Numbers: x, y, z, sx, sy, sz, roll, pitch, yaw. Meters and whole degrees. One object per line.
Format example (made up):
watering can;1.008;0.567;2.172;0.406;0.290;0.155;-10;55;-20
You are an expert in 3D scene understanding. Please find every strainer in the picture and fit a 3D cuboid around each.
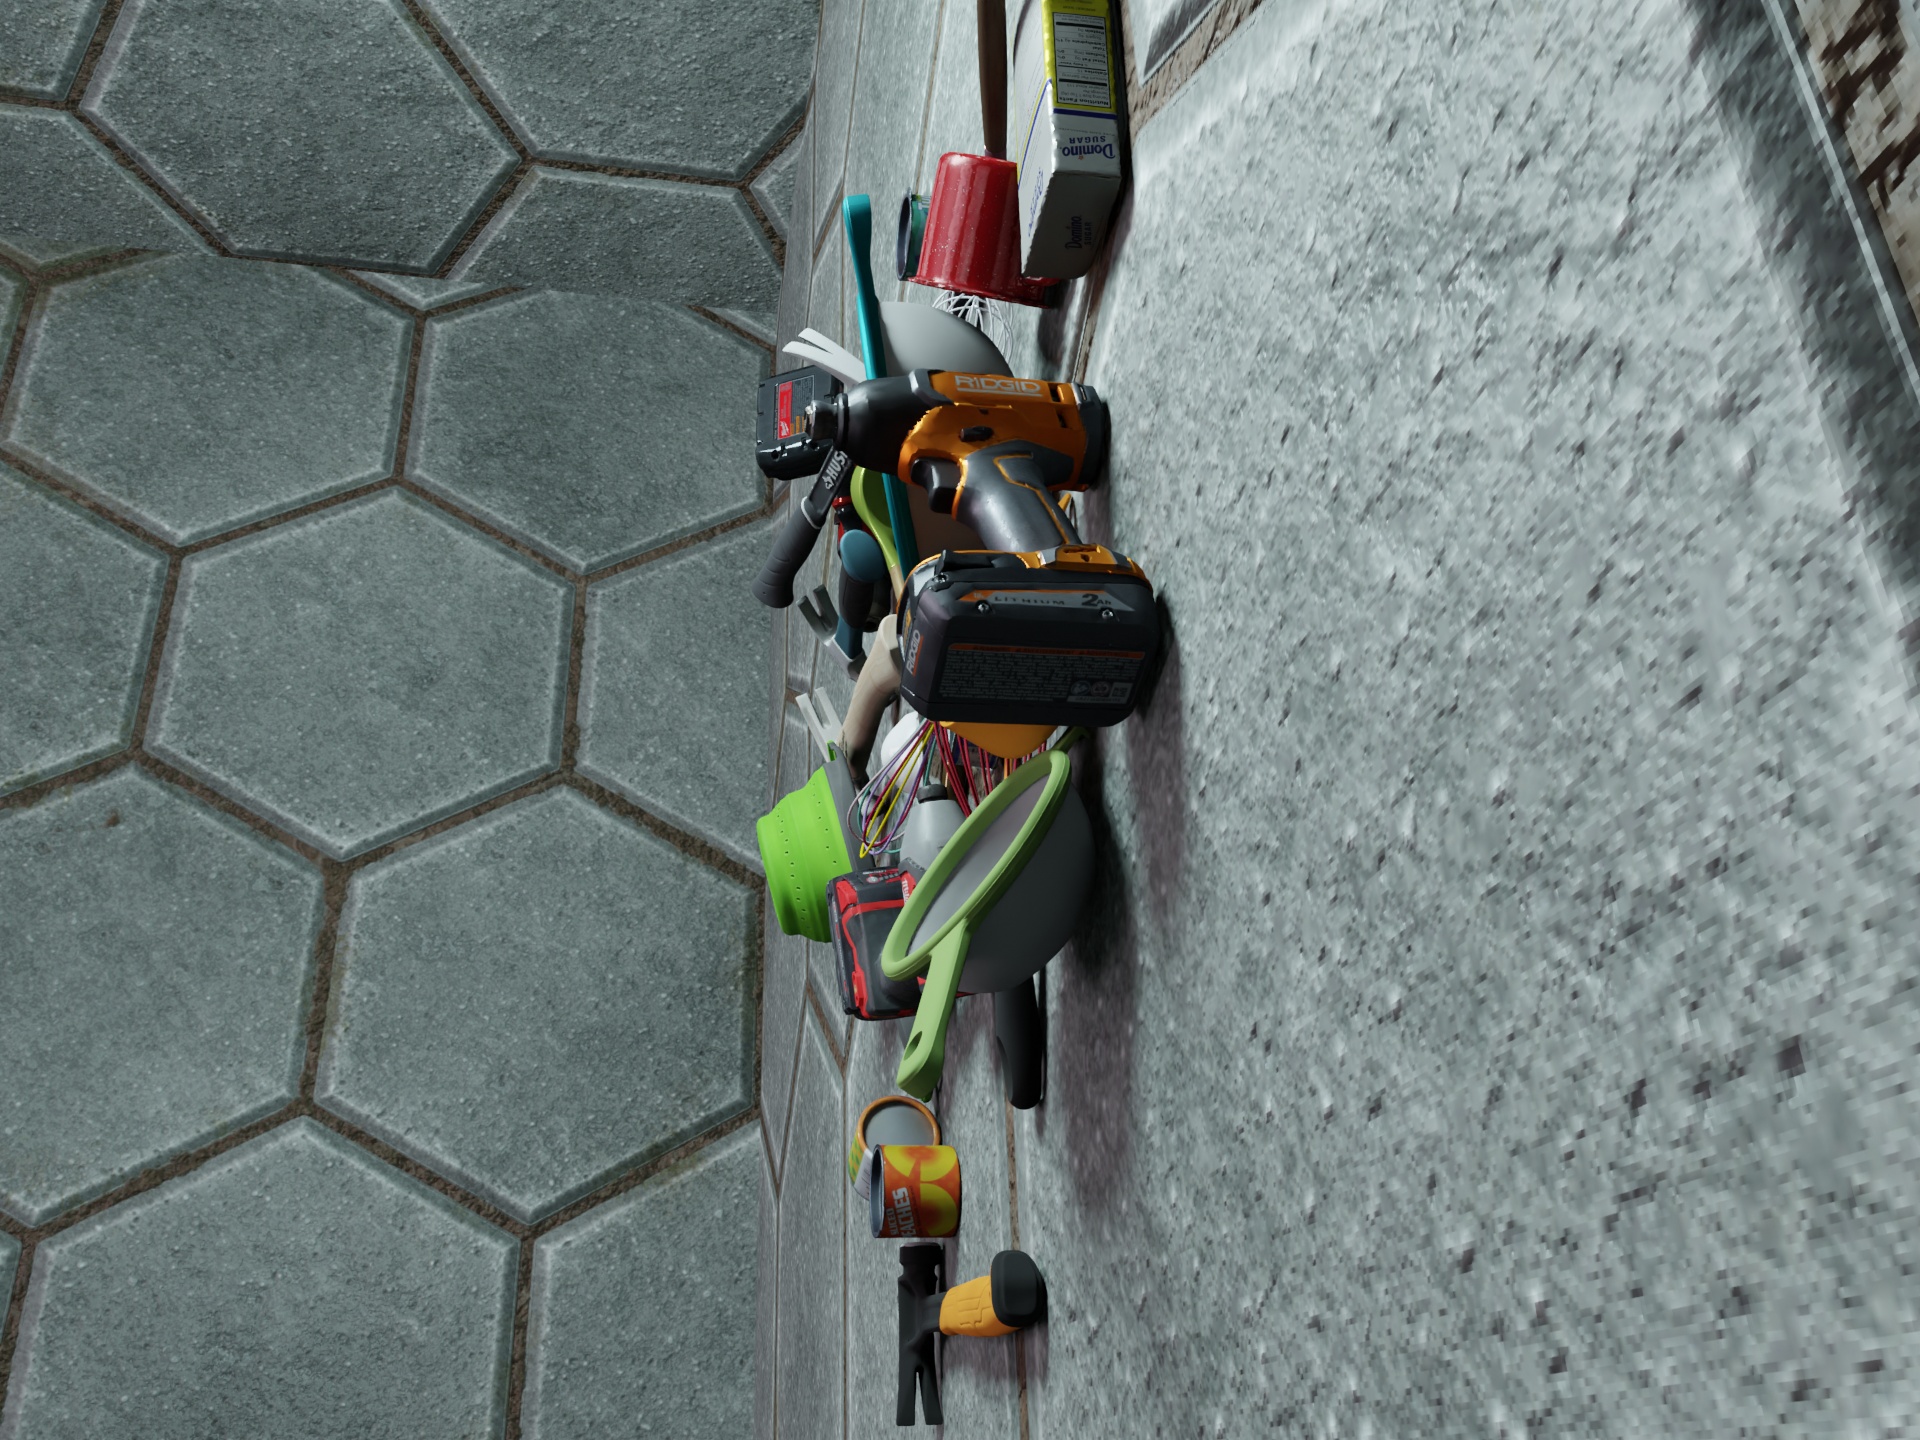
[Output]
strainer;0.020;0.115;0.799;0.151;0.069;0.256;-47;10;26
strainer;-0.008;-0.206;0.978;0.340;0.095;0.211;81;180;-66
strainer;-0.033;-0.018;1.221;0.258;0.050;0.087;97;174;-47

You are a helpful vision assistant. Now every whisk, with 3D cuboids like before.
whisk;-0.003;-0.203;1.190;0.070;0.070;0.284;-98;12;-46
whisk;0.026;0.082;0.951;0.073;0.073;0.296;145;122;-76
whisk;-0.025;0.015;1.163;0.047;0.051;0.244;-31;-24;-51

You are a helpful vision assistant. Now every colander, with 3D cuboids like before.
colander;-0.109;0.180;1.385;0.398;0.094;0.204;-113;12;-50

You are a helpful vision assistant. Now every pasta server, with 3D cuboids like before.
pasta server;0.015;-0.386;1.022;0.316;0.040;0.060;84;167;-70

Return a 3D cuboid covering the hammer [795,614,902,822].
hammer;-0.088;-0.019;1.430;0.146;0.038;0.410;63;163;11

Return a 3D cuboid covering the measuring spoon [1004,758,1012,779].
measuring spoon;0.035;0.027;1.036;0.021;0.011;0.117;109;165;-67

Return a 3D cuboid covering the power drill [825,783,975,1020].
power drill;-0.032;0.136;1.137;0.219;0.078;0.143;134;129;-66

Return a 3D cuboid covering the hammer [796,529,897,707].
hammer;-0.095;-0.097;1.423;0.128;0.033;0.331;51;167;6

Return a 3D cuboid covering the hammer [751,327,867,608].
hammer;-0.130;-0.194;1.397;0.036;0.149;0.409;-48;1;-27

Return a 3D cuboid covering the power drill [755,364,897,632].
power drill;-0.118;-0.211;1.540;0.226;0.080;0.188;60;-158;-53

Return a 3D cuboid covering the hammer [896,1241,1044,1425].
hammer;0.000;0.393;1.038;0.336;0.034;0.127;117;155;-64

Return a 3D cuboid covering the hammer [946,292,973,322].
hammer;-0.009;-0.283;1.286;0.146;0.035;0.334;-107;22;-59

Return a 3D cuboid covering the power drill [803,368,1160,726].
power drill;0.006;-0.102;0.820;0.227;0.164;0.084;-100;18;-44

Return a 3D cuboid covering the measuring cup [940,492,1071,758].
measuring cup;0.049;-0.055;0.905;0.095;0.052;0.174;-37;23;57

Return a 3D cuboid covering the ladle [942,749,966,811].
ladle;-0.002;-0.004;1.188;0.069;0.031;0.315;-128;41;-71

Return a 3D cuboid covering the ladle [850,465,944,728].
ladle;-0.040;-0.120;1.377;0.062;0.078;0.321;-38;45;22
